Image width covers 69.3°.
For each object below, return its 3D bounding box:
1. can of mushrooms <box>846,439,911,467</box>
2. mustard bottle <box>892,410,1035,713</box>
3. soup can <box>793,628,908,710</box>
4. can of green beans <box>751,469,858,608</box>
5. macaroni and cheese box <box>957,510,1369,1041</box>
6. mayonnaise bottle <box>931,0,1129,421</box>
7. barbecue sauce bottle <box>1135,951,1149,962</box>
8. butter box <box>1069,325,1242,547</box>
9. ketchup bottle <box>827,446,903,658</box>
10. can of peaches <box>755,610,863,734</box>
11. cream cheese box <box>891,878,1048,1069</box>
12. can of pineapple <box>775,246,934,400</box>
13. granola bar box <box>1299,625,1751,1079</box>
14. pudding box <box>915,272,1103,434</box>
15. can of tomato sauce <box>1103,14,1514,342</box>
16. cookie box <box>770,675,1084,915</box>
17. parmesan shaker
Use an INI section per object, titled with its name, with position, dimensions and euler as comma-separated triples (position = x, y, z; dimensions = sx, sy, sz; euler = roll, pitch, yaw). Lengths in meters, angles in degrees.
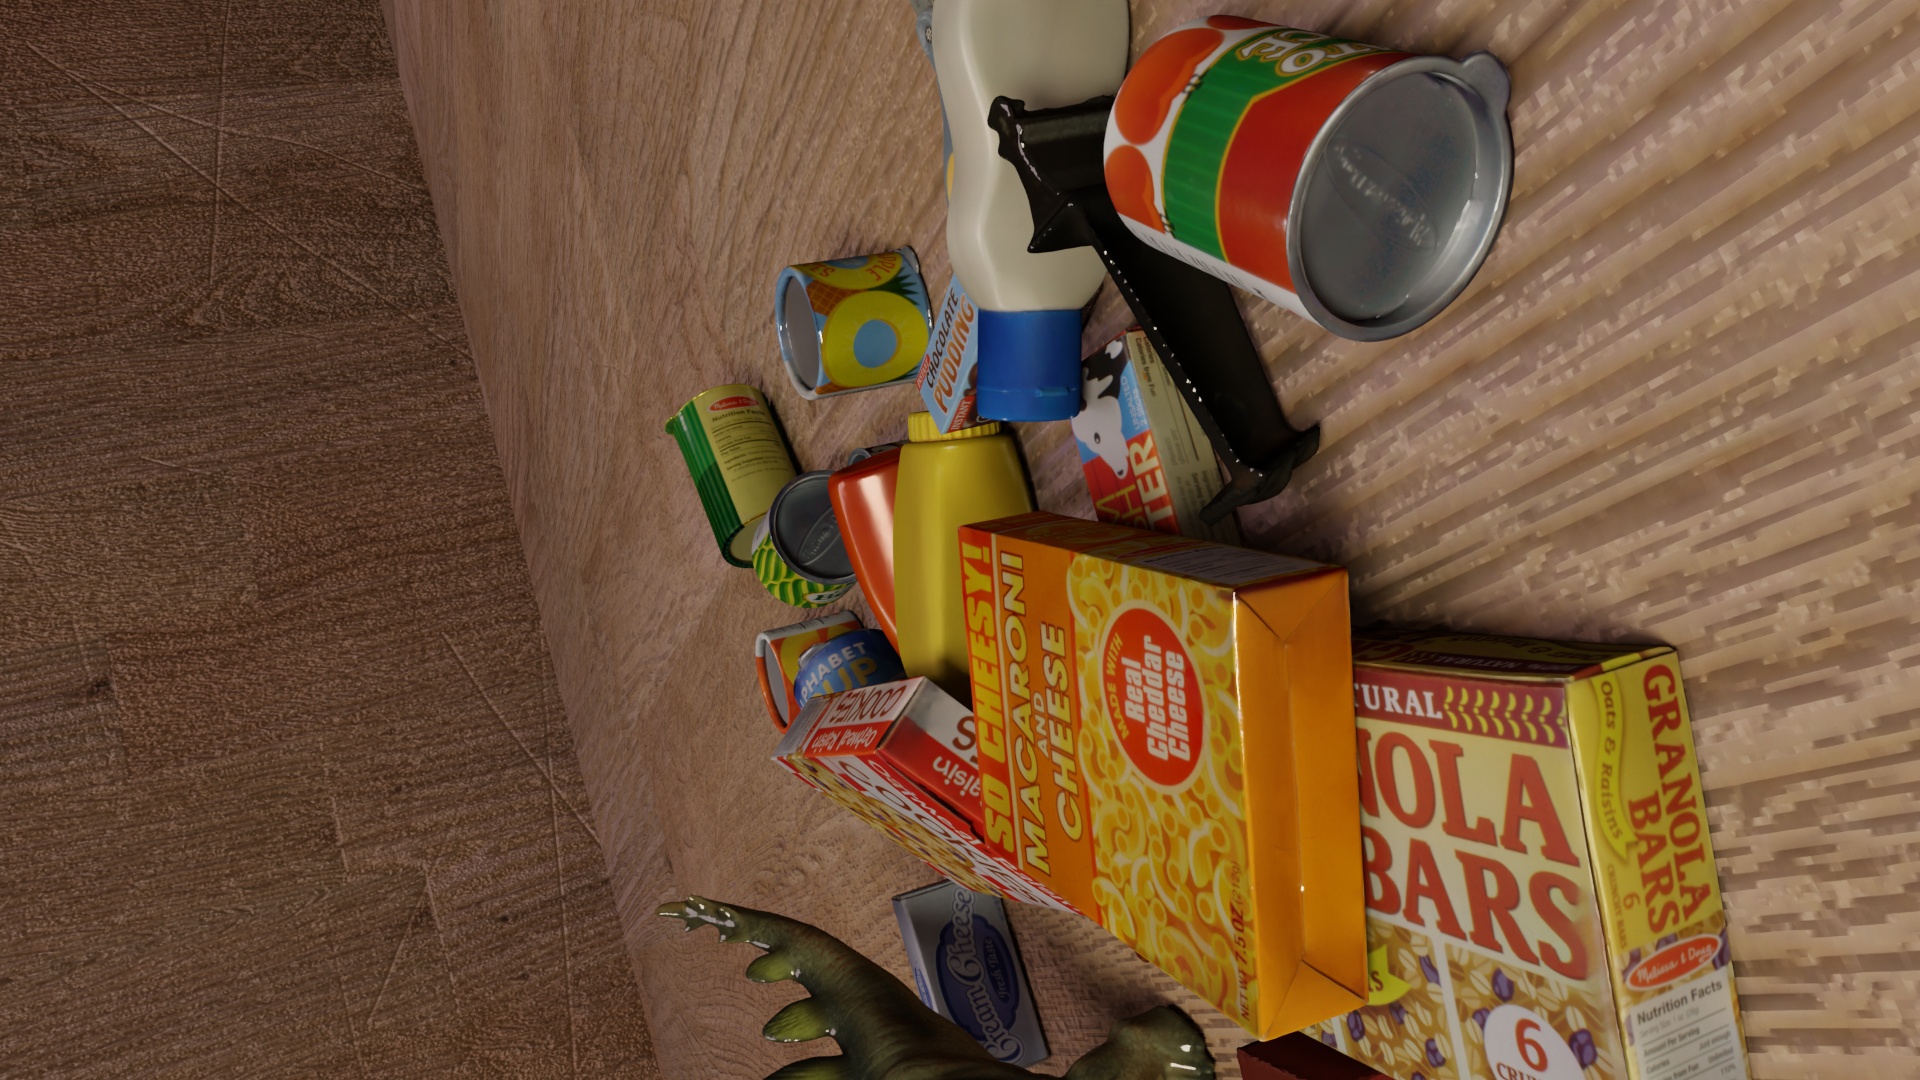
[can of mushrooms]
position = -0.030, -0.016, 0.702
dimensions = 0.071, 0.033, 0.070
euler = 42, 139, 53
[mustard bottle]
position = 0.002, -0.008, 0.600
dimensions = 0.049, 0.065, 0.160
euler = 7, 103, 62
[soup can]
position = -0.047, 0.099, 0.754
dimensions = 0.084, 0.071, 0.071
euler = 54, 148, 41
[can of green beans]
position = -0.081, 0.001, 0.786
dimensions = 0.057, 0.071, 0.071
euler = -42, 63, 65
[macaroni and cheese box]
position = 0.055, 0.060, 0.435
dimensions = 0.166, 0.040, 0.123
euler = -165, 69, -65
[mayonnaise bottle]
position = 0.023, -0.115, 0.467
dimensions = 0.041, 0.065, 0.147
euler = -155, 63, -63
[barbecue sauce bottle]
position = 0.059, 0.082, 0.536
dimensions = 0.149, 0.044, 0.064
euler = 65, 154, 27
[butter box]
position = 0.068, -0.019, 0.486
dimensions = 0.053, 0.024, 0.103
euler = -29, 75, 66
[ketchup bottle]
position = -0.011, 0.030, 0.650
dimensions = 0.043, 0.065, 0.148
euler = -151, 42, -76
[can of peaches]
position = -0.089, 0.084, 0.859
dimensions = 0.071, 0.058, 0.071
euler = 43, 139, 53
[cream cheese box]
position = 0.005, 0.229, 0.727
dimensions = 0.024, 0.053, 0.104
euler = 139, 115, -67
[can of pineapple]
position = -0.053, -0.106, 0.673
dimensions = 0.071, 0.058, 0.070
euler = 43, 140, 53
[granola bar box]
position = 0.127, 0.088, 0.389
dimensions = 0.165, 0.039, 0.124
euler = -3, 99, 67
[pudding box]
position = 0.017, -0.080, 0.539
dimensions = 0.030, 0.050, 0.083
euler = 65, 154, 23
[can of tomato sauce]
position = 0.085, -0.096, 0.352
dimensions = 0.083, 0.071, 0.070
euler = -136, 39, -53
[cookie box]
position = -0.007, 0.116, 0.623
dimensions = 0.123, 0.040, 0.167
euler = 37, 160, -12
[parmesan shaker]
position = -0.141, -0.040, 0.895
dimensions = 0.103, 0.071, 0.071
euler = 64, 154, 28
